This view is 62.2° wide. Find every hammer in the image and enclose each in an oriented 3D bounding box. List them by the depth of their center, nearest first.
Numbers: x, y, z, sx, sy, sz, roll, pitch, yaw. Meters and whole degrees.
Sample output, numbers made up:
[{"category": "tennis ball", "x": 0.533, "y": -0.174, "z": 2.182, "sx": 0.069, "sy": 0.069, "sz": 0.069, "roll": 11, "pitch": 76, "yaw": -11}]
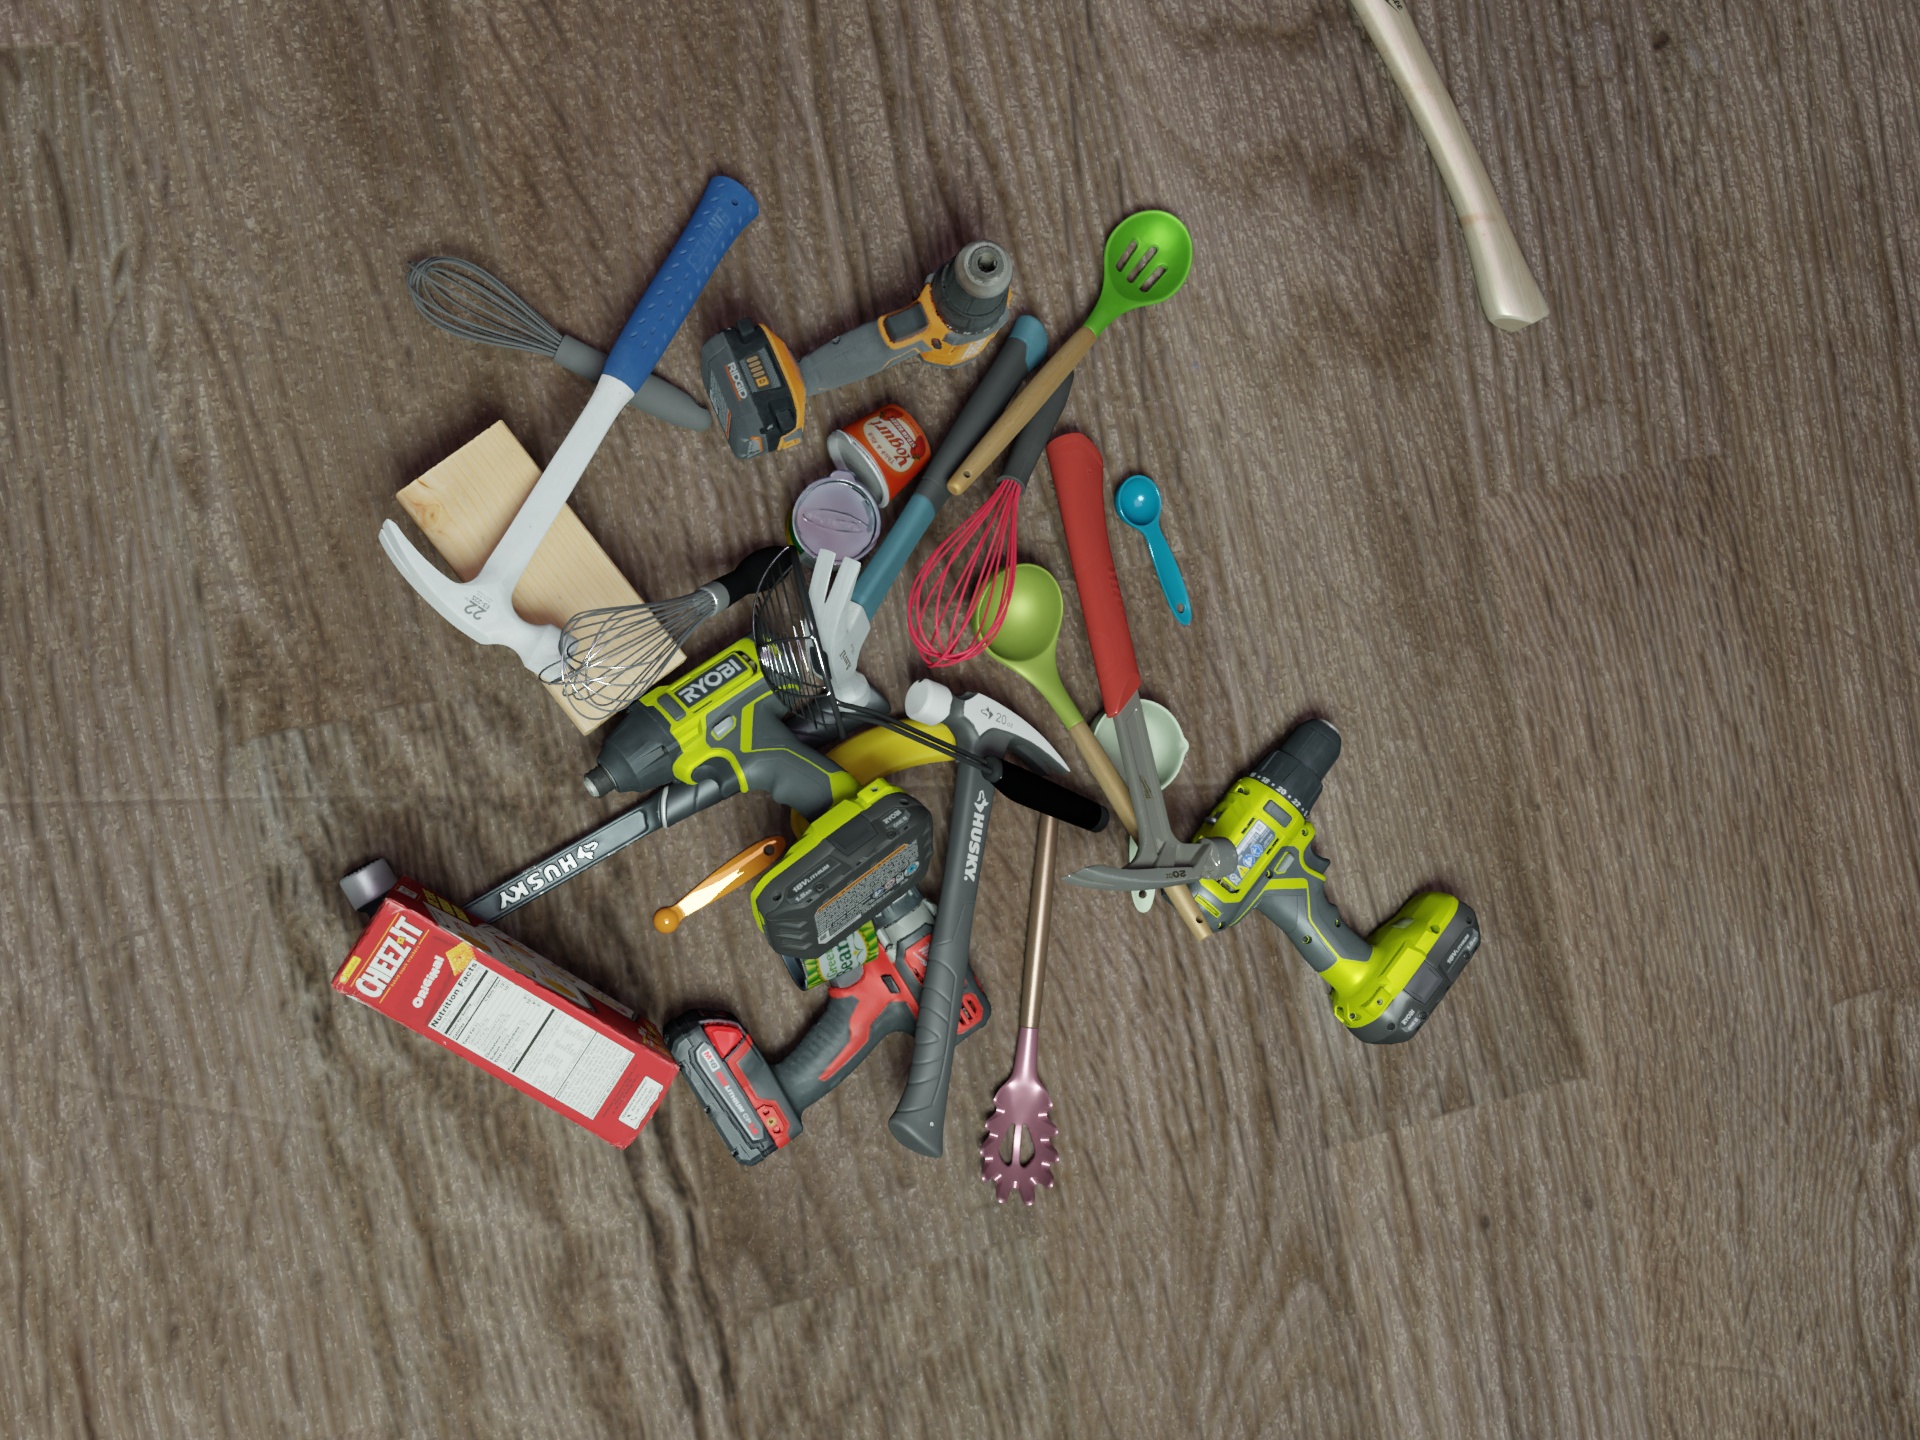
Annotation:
[{"category": "hammer", "x": -0.249, "y": -0.229, "z": 1.108, "sx": 0.144, "sy": 0.035, "sz": 0.406, "roll": 32, "pitch": 64, "yaw": -18}, {"category": "hammer", "x": -0.001, "y": 0.147, "z": 1.164, "sx": 0.146, "sy": 0.035, "sz": 0.335, "roll": 22, "pitch": 69, "yaw": -36}, {"category": "hammer", "x": -0.233, "y": 0.079, "z": 1.174, "sx": 0.409, "sy": 0.036, "sz": 0.149, "roll": -30, "pitch": 97, "yaw": -12}, {"category": "hammer", "x": -0.021, "y": -0.170, "z": 1.186, "sx": 0.033, "sy": 0.128, "sz": 0.331, "roll": 22, "pitch": 68, "yaw": 22}, {"category": "hammer", "x": 0.107, "y": -0.050, "z": 1.191, "sx": 0.149, "sy": 0.036, "sz": 0.359, "roll": 1, "pitch": 69, "yaw": -35}, {"category": "hammer", "x": 0.397, "y": -0.521, "z": 1.325, "sx": 0.146, "sy": 0.038, "sz": 0.410, "roll": -29, "pitch": 96, "yaw": -13}]

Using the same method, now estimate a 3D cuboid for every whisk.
[{"category": "whisk", "x": -0.190, "y": -0.074, "z": 1.094, "sx": 0.070, "sy": 0.285, "sz": 0.070, "roll": 9, "pitch": 115, "yaw": 21}, {"category": "whisk", "x": -0.291, "y": -0.272, "z": 1.161, "sx": 0.239, "sy": 0.055, "sz": 0.055, "roll": 26, "pitch": 84, "yaw": -15}, {"category": "whisk", "x": 0.031, "y": -0.161, "z": 1.190, "sx": 0.073, "sy": 0.073, "sz": 0.296, "roll": 29, "pitch": 62, "yaw": -11}]

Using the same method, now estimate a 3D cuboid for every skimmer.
[{"category": "skimmer", "x": -0.002, "y": -0.004, "z": 1.105, "sx": 0.363, "sy": 0.127, "sz": 0.090, "roll": 26, "pitch": 122, "yaw": -37}]

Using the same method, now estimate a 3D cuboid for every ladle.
[{"category": "ladle", "x": 0.105, "y": 0.022, "z": 1.200, "sx": 0.078, "sy": 0.062, "sz": 0.320, "roll": -26, "pitch": 78, "yaw": -20}]

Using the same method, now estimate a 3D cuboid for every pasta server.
[{"category": "pasta server", "x": 0.057, "y": 0.212, "z": 1.236, "sx": 0.060, "sy": 0.040, "sz": 0.316, "roll": 6, "pitch": 87, "yaw": -2}]

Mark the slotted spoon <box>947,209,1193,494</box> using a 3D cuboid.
[{"category": "slotted spoon", "x": 0.082, "y": -0.282, "z": 1.220, "sx": 0.070, "sy": 0.031, "sz": 0.314, "roll": 41, "pitch": 67, "yaw": -7}]

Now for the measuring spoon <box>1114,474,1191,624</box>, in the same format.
[{"category": "measuring spoon", "x": 0.154, "y": -0.135, "z": 1.277, "sx": 0.042, "sy": 0.021, "sz": 0.128, "roll": -30, "pitch": 105, "yaw": -27}]

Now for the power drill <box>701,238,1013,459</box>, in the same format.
[{"category": "power drill", "x": -0.068, "y": -0.272, "z": 1.142, "sx": 0.226, "sy": 0.185, "sz": 0.084, "roll": -23, "pitch": 93, "yaw": -9}]

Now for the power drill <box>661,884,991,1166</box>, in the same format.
[{"category": "power drill", "x": -0.109, "y": 0.199, "z": 1.181, "sx": 0.226, "sy": 0.080, "sz": 0.188, "roll": -32, "pitch": 96, "yaw": -14}]

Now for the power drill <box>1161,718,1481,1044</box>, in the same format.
[{"category": "power drill", "x": 0.298, "y": 0.130, "z": 1.273, "sx": 0.228, "sy": 0.080, "sz": 0.190, "roll": 40, "pitch": 81, "yaw": -7}]

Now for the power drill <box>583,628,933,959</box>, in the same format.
[{"category": "power drill", "x": -0.140, "y": 0.051, "z": 1.102, "sx": 0.171, "sy": 0.080, "sz": 0.223, "roll": -36, "pitch": 60, "yaw": -21}]

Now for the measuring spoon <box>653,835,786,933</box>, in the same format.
[{"category": "measuring spoon", "x": -0.180, "y": 0.123, "z": 1.196, "sx": 0.117, "sy": 0.011, "sz": 0.021, "roll": -34, "pitch": 97, "yaw": -11}]

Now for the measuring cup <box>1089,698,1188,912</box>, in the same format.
[{"category": "measuring cup", "x": 0.137, "y": 0.066, "z": 1.257, "sx": 0.083, "sy": 0.038, "sz": 0.167, "roll": -3, "pitch": 92, "yaw": -13}]
